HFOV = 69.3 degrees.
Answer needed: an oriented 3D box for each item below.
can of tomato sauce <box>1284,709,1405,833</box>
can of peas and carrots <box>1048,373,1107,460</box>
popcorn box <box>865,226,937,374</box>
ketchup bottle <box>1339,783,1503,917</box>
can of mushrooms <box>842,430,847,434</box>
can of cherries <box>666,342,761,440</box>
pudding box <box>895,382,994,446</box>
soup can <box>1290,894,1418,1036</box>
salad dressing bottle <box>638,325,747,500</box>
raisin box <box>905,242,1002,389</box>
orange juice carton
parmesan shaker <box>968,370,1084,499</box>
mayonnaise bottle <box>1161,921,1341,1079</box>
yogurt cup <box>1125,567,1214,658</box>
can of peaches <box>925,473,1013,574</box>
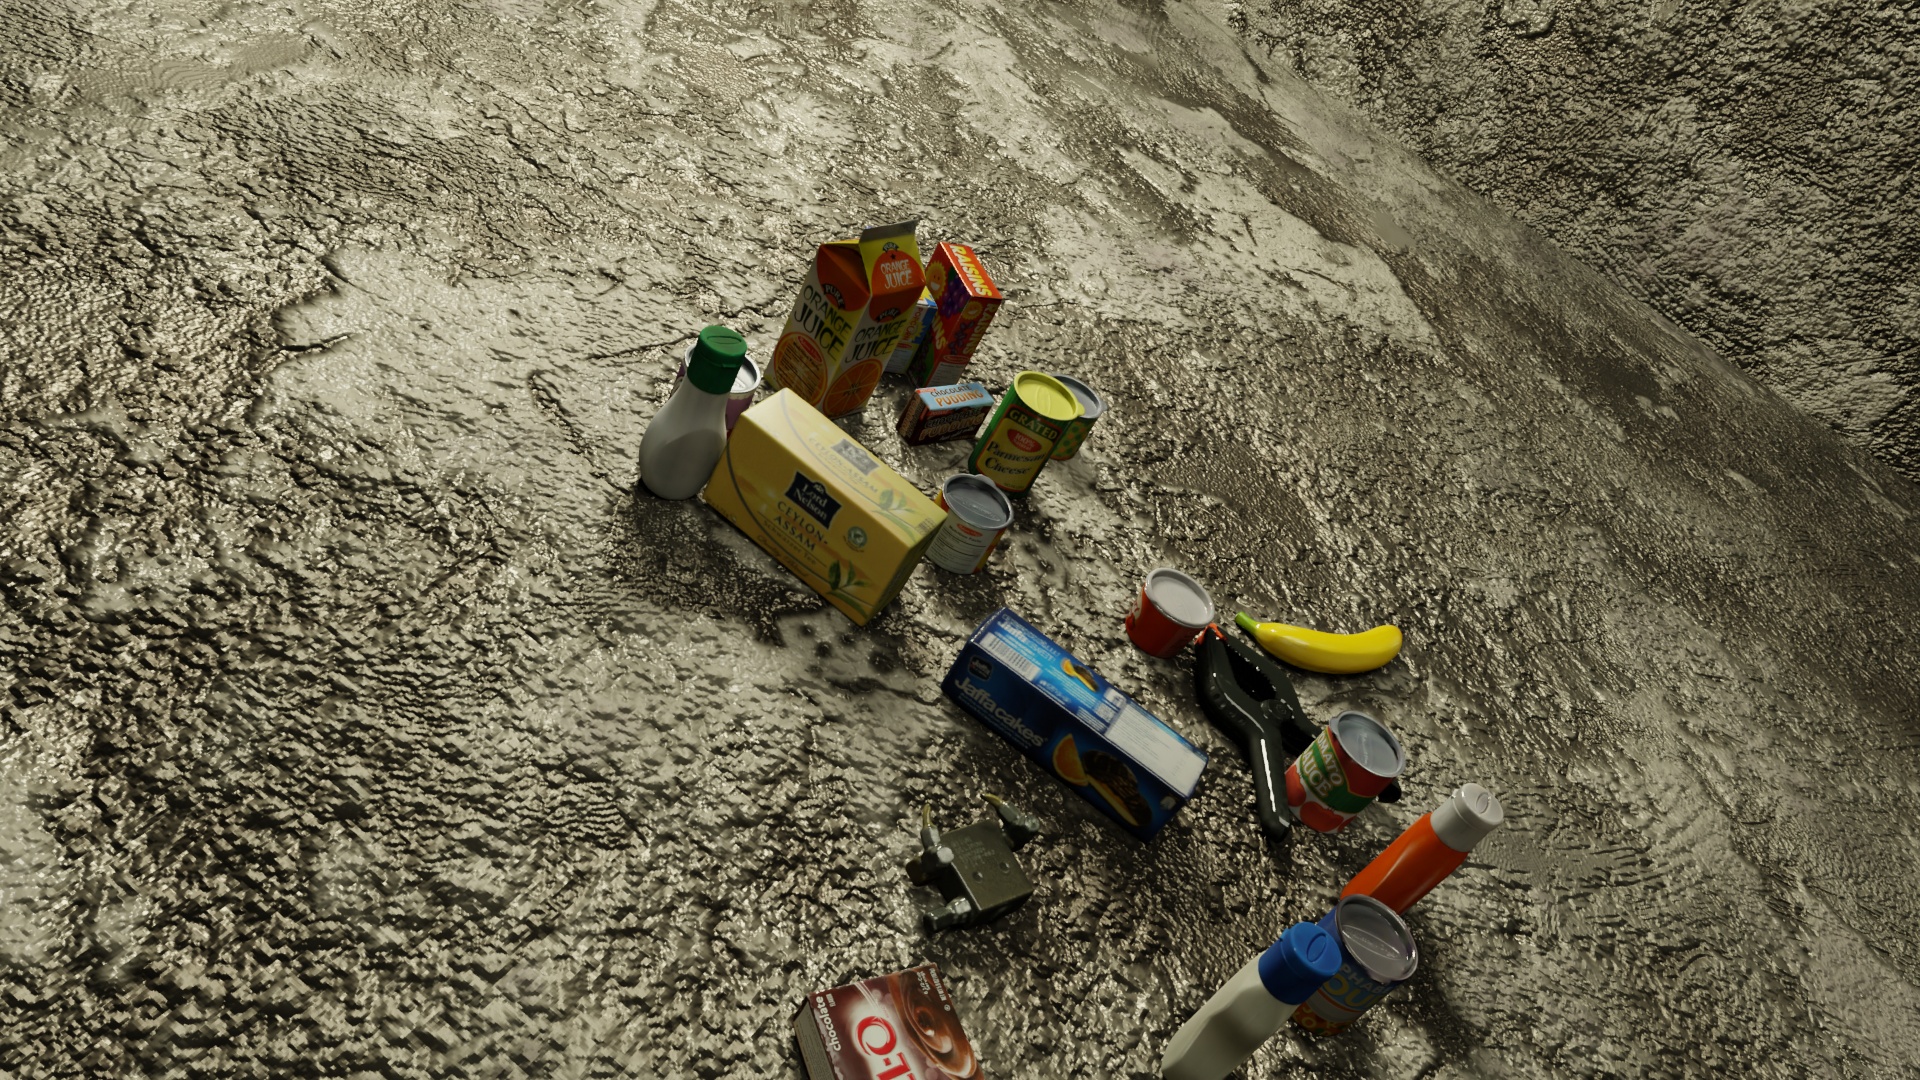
[{"bbox_3d":[0.310,0.189,1.136,0.071,0.082,0.071,19,38,-16],"label":"can of tomato sauce"},{"bbox_3d":[0.101,-0.121,1.371,0.071,0.058,0.071,19,38,-16],"label":"can of peas and carrots"},{"bbox_3d":[-0.073,-0.237,1.363,0.038,0.084,0.127,3,45,-32],"label":"popcorn box"},{"bbox_3d":[0.347,0.240,1.049,0.043,0.148,0.065,40,38,12],"label":"ketchup bottle"},{"bbox_3d":[-0.117,-0.065,1.178,0.071,0.033,0.071,19,38,-15],"label":"can of mushrooms"},{"bbox_3d":[-0.209,-0.123,1.162,0.071,0.058,0.072,19,38,-16],"label":"can of cherries"},{"bbox_3d":[-0.014,-0.119,1.297,0.084,0.049,0.030,-11,53,-42],"label":"pudding box"},{"bbox_3d":[0.269,0.302,0.978,0.071,0.083,0.072,19,38,-16],"label":"soup can"},{"bbox_3d":[-0.202,-0.097,1.062,0.064,0.146,0.044,-3,48,-37],"label":"salad dressing bottle"},{"bbox_3d":[-0.015,-0.213,1.344,0.040,0.122,0.086,2,45,-33],"label":"raisin box"},{"bbox_3d":[-0.096,-0.199,1.215,0.073,0.191,0.072,46,39,19],"label":"orange juice carton"},{"bbox_3d":[0.059,-0.094,1.275,0.071,0.102,0.072,19,38,-16],"label":"parmesan shaker"},{"bbox_3d":[0.183,0.295,0.875,0.041,0.147,0.065,41,38,13],"label":"mayonnaise bottle"},{"bbox_3d":[0.180,0.066,1.214,0.072,0.053,0.073,19,38,-16],"label":"yogurt cup"},{"bbox_3d":[0.004,-0.015,1.183,0.071,0.057,0.071,19,38,-16],"label":"can of peaches"}]
